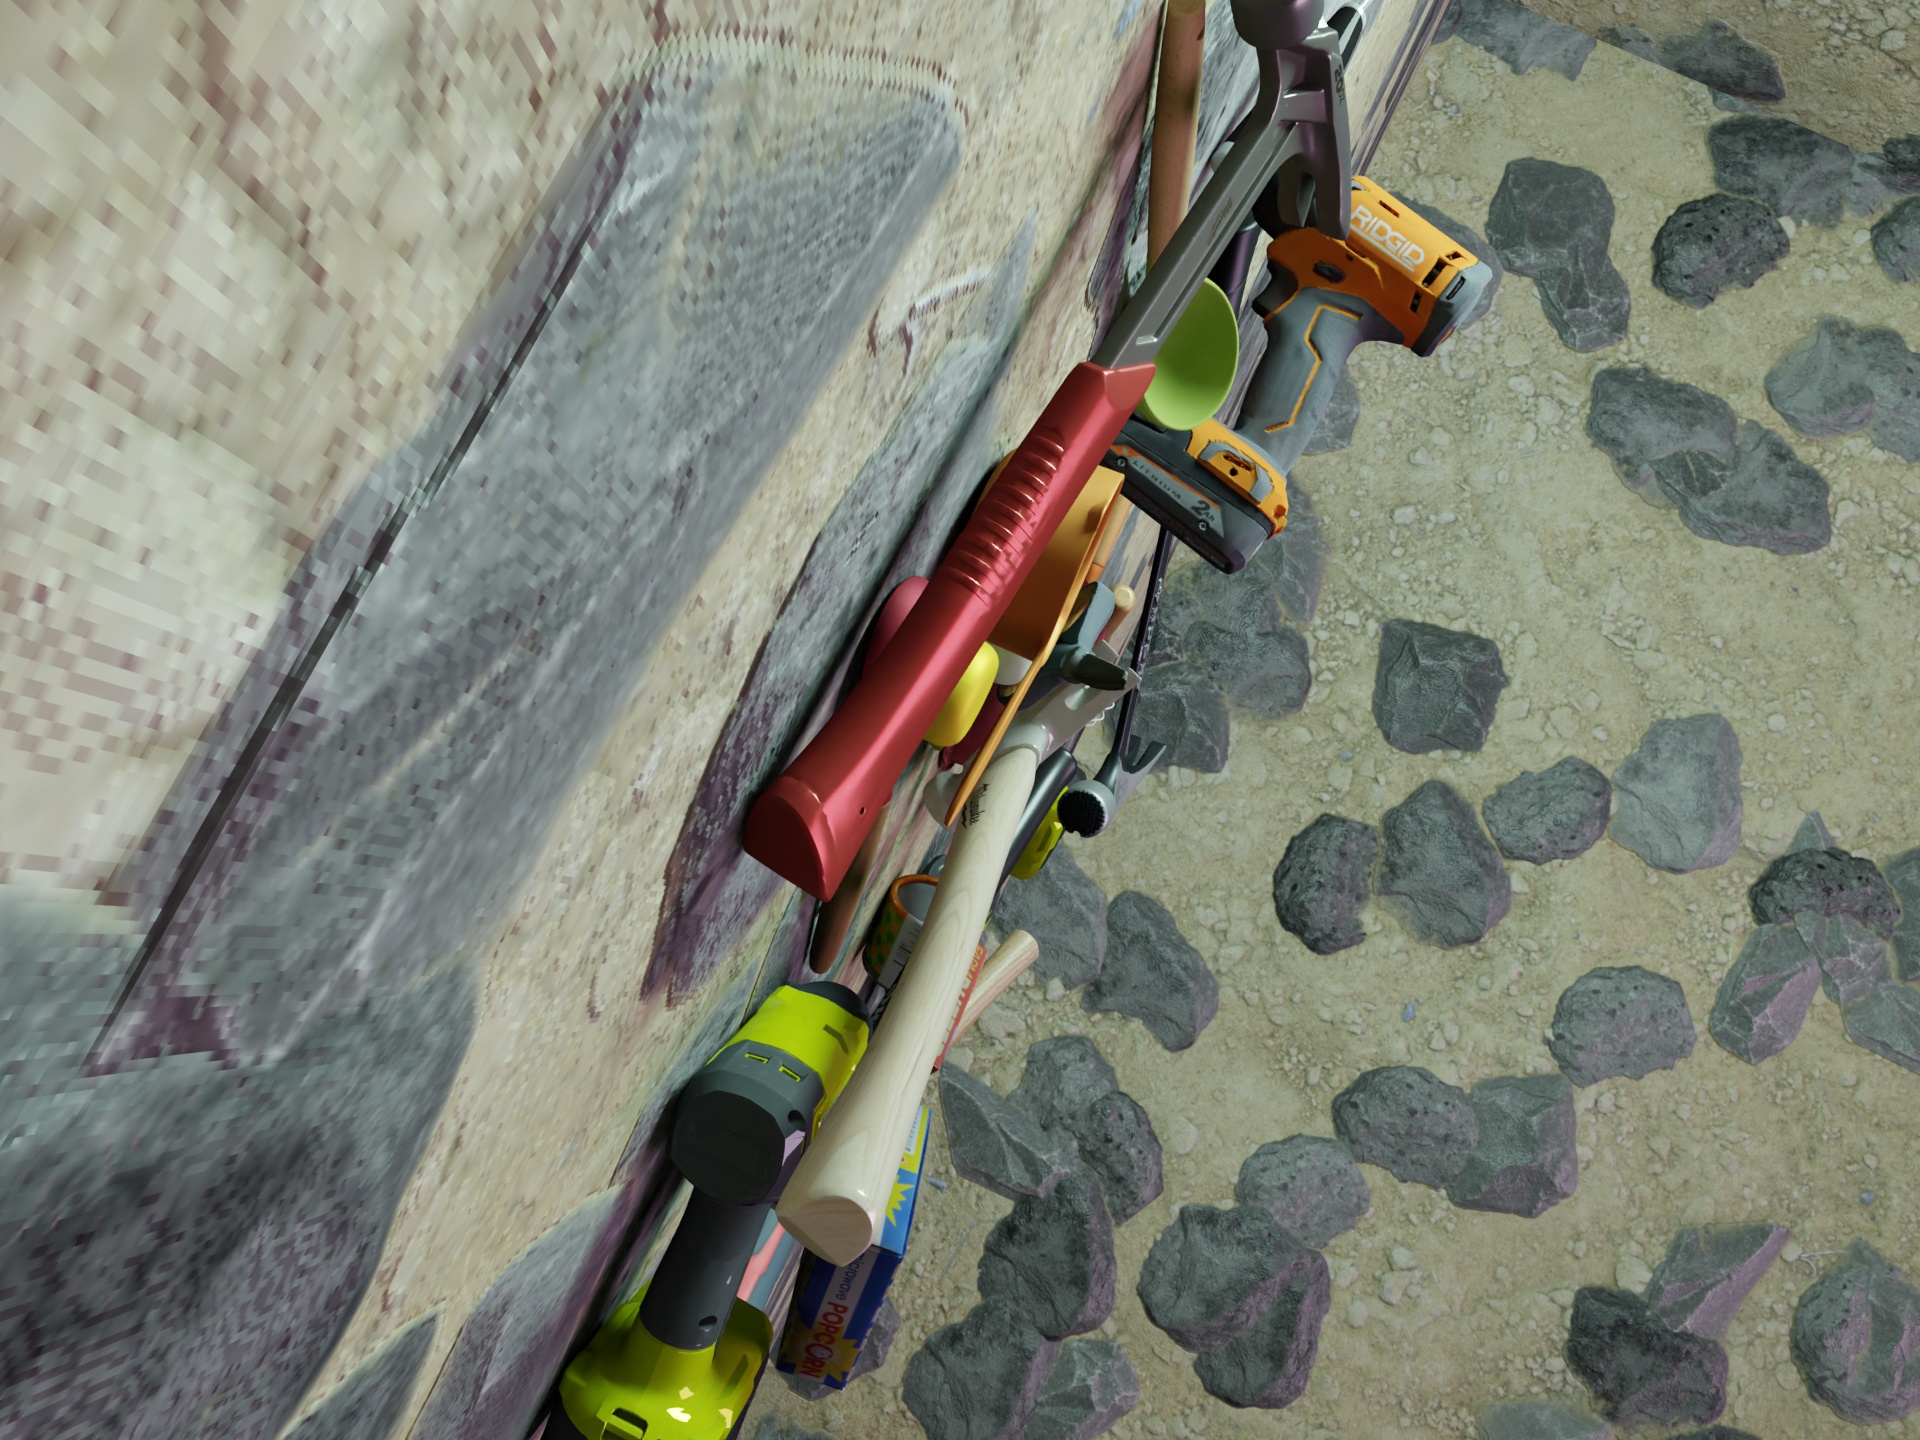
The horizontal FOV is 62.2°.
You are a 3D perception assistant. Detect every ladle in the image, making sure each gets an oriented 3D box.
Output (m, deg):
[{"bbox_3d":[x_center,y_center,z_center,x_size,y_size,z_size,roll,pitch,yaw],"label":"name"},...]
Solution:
[{"bbox_3d":[-0.043,0.045,0.705,0.069,0.031,0.315,-58,174,-34],"label":"ladle"},{"bbox_3d":[0.101,-0.212,0.698,0.078,0.062,0.320,-63,171,-7],"label":"ladle"}]

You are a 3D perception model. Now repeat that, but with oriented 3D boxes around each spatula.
[{"bbox_3d":[0.093,-0.135,1.104,0.081,0.041,0.322,-9,121,-83],"label":"spatula"}]

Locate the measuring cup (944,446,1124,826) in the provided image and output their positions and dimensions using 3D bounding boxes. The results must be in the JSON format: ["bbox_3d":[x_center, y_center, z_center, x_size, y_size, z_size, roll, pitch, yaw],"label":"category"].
[{"bbox_3d":[0.012,-0.039,0.655,0.174,0.052,0.095,-62,174,-25],"label":"measuring cup"}]

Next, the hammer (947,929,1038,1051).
[{"bbox_3d":[-0.053,0.270,1.164,0.331,0.031,0.130,-43,163,-29],"label":"hammer"}]

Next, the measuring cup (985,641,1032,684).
[{"bbox_3d":[0.052,-0.093,0.844,0.167,0.038,0.083,-60,173,-11],"label":"measuring cup"}]

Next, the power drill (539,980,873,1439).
[{"bbox_3d":[-0.106,0.234,0.741,0.171,0.080,0.223,-38,151,-75],"label":"power drill"}]

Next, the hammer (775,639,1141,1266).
[{"bbox_3d":[0.003,0.088,0.737,0.146,0.038,0.411,-41,-169,25],"label":"hammer"}]

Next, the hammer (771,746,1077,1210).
[{"bbox_3d":[-0.015,0.138,0.936,0.146,0.035,0.335,-31,-161,54],"label":"hammer"}]

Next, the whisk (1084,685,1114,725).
[{"bbox_3d":[0.075,-0.008,1.314,0.070,0.070,0.284,-65,169,17],"label":"whisk"}]

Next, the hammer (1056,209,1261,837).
[{"bbox_3d":[0.140,-0.129,1.048,0.149,0.036,0.408,-30,134,-64],"label":"hammer"}]

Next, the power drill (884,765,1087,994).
[{"bbox_3d":[0.011,0.137,1.291,0.229,0.080,0.190,-53,168,-45],"label":"power drill"}]

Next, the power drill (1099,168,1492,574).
[{"bbox_3d":[0.175,-0.218,0.928,0.226,0.164,0.084,-51,174,2],"label":"power drill"}]

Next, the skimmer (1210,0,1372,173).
[{"bbox_3d":[0.227,-0.446,0.887,0.363,0.090,0.127,-51,174,-13],"label":"skimmer"}]

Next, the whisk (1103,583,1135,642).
[{"bbox_3d":[0.097,-0.065,1.205,0.245,0.051,0.047,115,-37,-79],"label":"whisk"}]

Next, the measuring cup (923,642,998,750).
[{"bbox_3d":[-0.001,-0.003,0.817,0.062,0.029,0.156,-62,172,-12],"label":"measuring cup"}]

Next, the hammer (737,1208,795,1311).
[{"bbox_3d":[-0.117,0.339,0.862,0.038,0.143,0.386,-63,179,33],"label":"hammer"}]

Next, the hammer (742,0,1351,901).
[{"bbox_3d":[0.039,-0.093,0.571,0.359,0.037,0.149,-57,155,-10],"label":"hammer"}]
